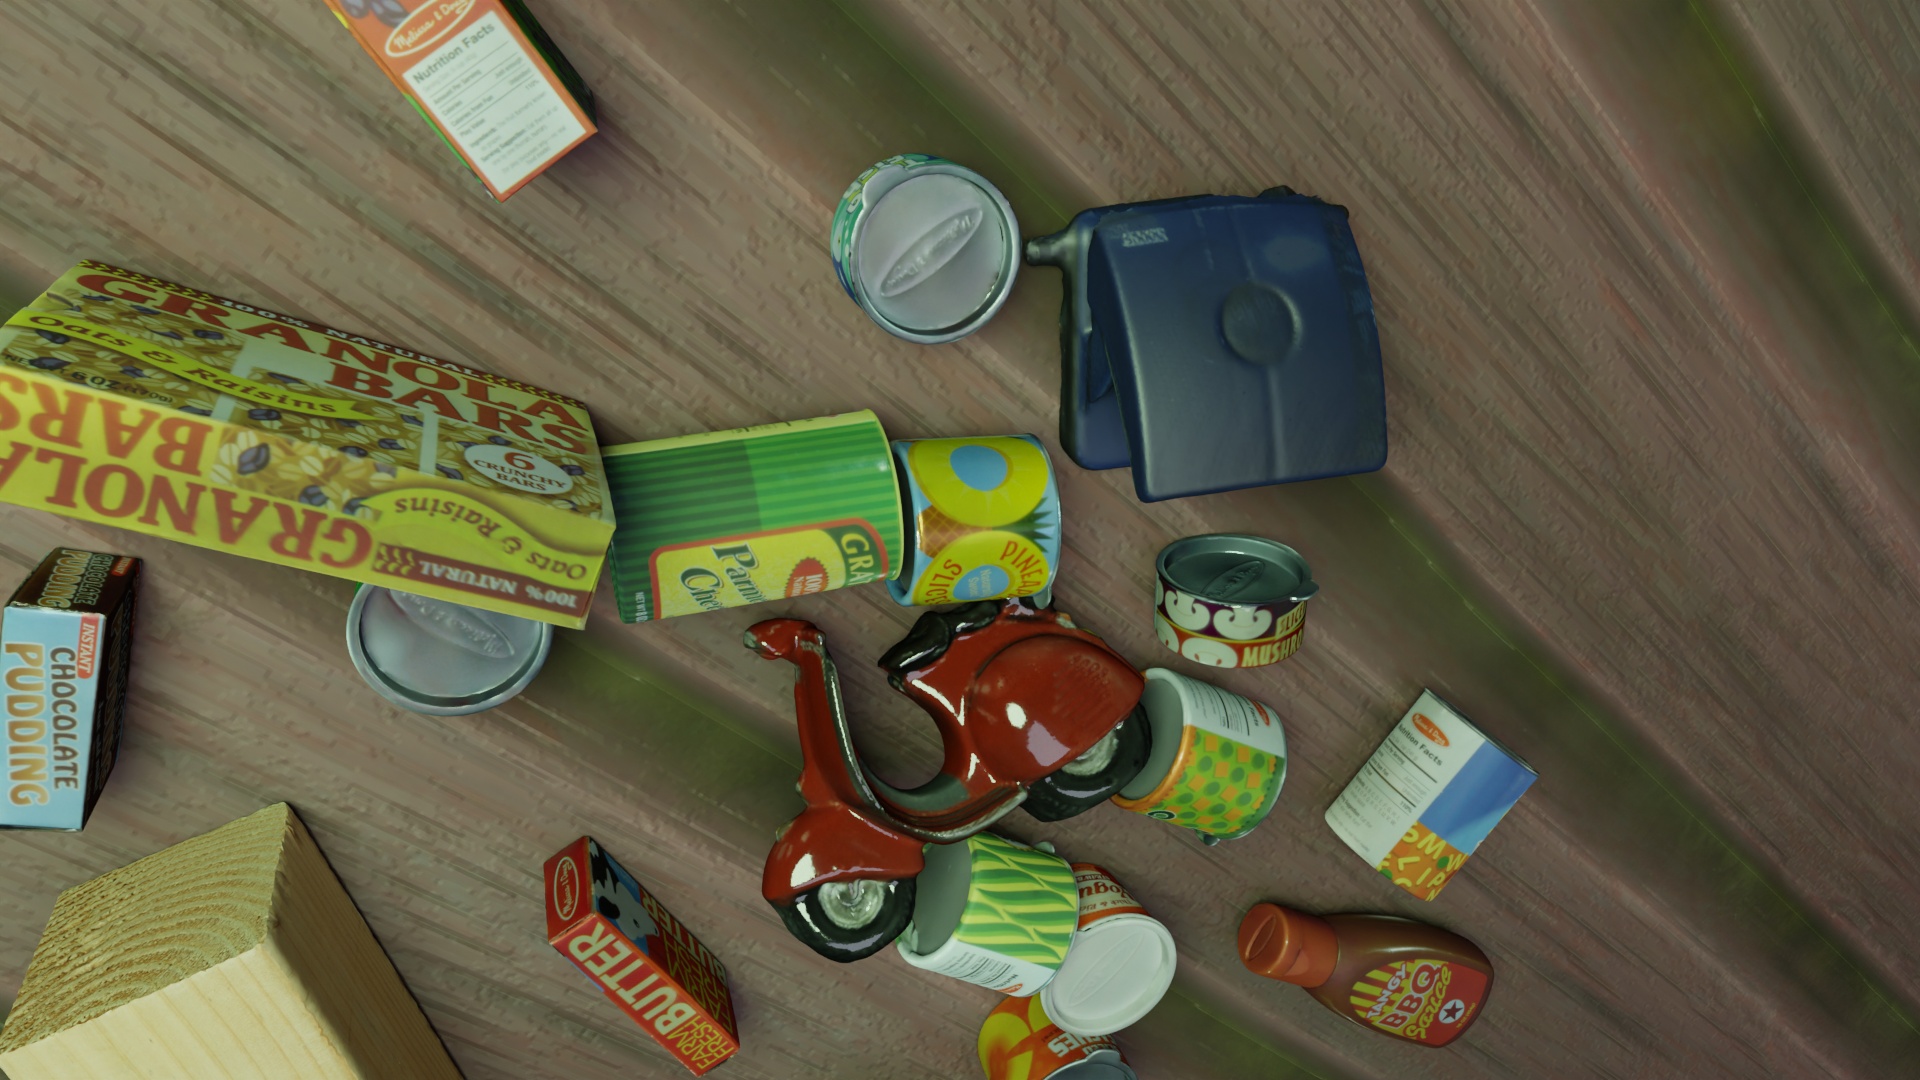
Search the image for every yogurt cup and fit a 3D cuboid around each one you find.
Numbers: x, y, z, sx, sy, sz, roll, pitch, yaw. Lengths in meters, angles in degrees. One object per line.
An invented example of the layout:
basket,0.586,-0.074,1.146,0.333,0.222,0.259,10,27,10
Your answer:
yogurt cup,0.061,0.192,0.662,0.072,0.054,0.072,-8,115,-17

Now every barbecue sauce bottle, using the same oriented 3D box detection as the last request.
barbecue sauce bottle,0.214,0.227,0.740,0.148,0.044,0.064,23,104,-26

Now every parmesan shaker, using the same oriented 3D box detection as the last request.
parmesan shaker,-0.080,-0.008,0.518,0.103,0.071,0.071,-10,116,-15

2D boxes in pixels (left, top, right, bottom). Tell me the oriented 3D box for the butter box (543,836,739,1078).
butter box,-0.133,0.175,0.584,0.024,0.053,0.103,-35,120,-1

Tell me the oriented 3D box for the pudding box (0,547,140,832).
pudding box,-0.303,0.050,0.469,0.030,0.050,0.083,10,108,-22

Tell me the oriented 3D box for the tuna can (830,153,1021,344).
tuna can,-0.015,-0.110,0.515,0.071,0.033,0.070,-8,115,-17

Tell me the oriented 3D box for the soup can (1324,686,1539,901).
soup can,0.235,0.127,0.691,0.071,0.071,0.083,32,100,-28

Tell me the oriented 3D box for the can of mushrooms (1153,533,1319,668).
can of mushrooms,0.119,0.026,0.602,0.071,0.071,0.033,-8,117,-17

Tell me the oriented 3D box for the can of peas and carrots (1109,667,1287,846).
can of peas and carrots,0.103,0.099,0.630,0.059,0.071,0.070,21,104,-26

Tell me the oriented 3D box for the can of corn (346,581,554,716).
can of corn,-0.179,0.018,0.495,0.071,0.058,0.071,-8,115,-17

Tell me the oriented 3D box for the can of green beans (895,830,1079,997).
can of green beans,0.011,0.165,0.625,0.058,0.071,0.071,26,102,-27

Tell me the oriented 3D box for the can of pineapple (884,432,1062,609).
can of pineapple,0.002,-0.007,0.545,0.058,0.071,0.070,-4,114,-17

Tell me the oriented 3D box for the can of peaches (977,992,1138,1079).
can of peaches,0.048,0.260,0.685,0.071,0.058,0.071,-7,114,-16

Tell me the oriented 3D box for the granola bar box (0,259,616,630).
granola bar box,-0.197,-0.033,0.429,0.165,0.124,0.039,16,106,-25

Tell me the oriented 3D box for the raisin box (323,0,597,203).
raisin box,-0.161,-0.167,0.406,0.040,0.086,0.123,-35,120,3
